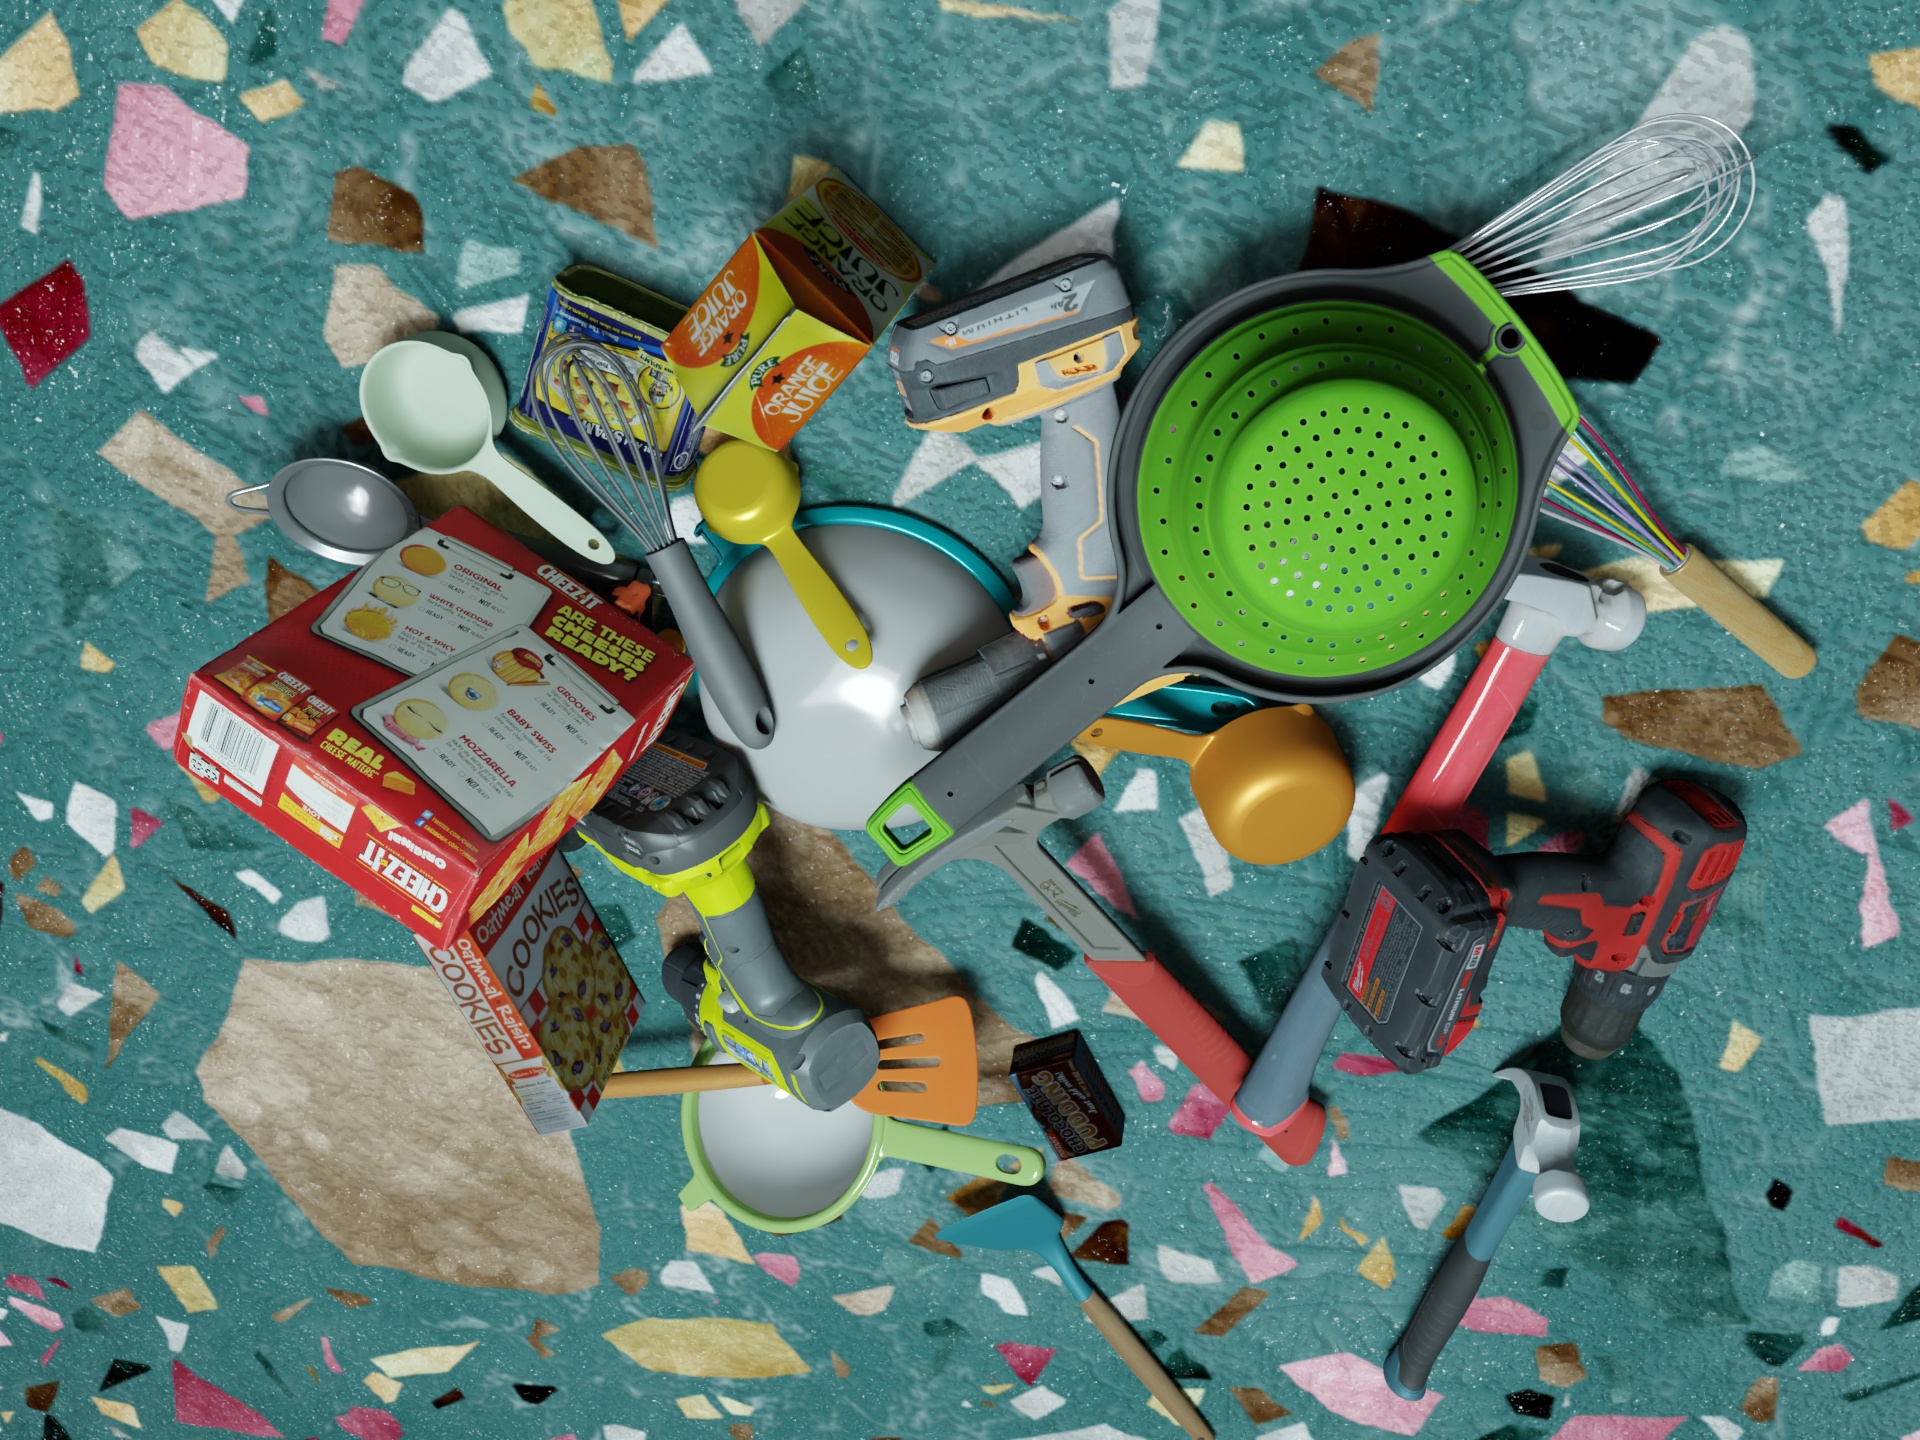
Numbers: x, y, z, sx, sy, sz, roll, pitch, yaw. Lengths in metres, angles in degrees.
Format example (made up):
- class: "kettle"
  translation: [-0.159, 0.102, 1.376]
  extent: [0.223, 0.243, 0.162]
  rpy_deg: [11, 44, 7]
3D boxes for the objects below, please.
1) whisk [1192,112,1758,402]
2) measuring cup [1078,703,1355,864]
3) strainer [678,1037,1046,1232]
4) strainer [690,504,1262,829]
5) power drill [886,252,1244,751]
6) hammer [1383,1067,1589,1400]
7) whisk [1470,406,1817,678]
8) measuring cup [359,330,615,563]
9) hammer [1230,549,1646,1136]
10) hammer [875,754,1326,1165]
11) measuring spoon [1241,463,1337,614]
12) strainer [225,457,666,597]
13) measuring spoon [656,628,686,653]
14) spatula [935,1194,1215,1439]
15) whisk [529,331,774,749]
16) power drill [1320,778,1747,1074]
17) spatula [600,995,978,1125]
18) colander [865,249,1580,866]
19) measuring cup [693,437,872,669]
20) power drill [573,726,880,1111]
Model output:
- class: "whisk"
  translation: [0.231, -0.211, 0.765]
  extent: [0.284, 0.070, 0.070]
  rpy_deg: [-18, 115, 24]
- class: "measuring cup"
  translation: [0.143, 0.033, 0.885]
  extent: [0.173, 0.052, 0.095]
  rpy_deg: [12, 128, -26]
- class: "strainer"
  translation: [-0.060, 0.271, 1.064]
  extent: [0.256, 0.069, 0.151]
  rpy_deg: [7, 85, 19]
- class: "strainer"
  translation: [-0.001, -0.003, 0.902]
  extent: [0.340, 0.095, 0.210]
  rpy_deg: [6, 120, 8]
- class: "power drill"
  translation: [0.031, -0.101, 0.813]
  extent: [0.185, 0.084, 0.226]
  rpy_deg: [-22, 110, -4]
- class: "hammer"
  translation: [0.337, 0.352, 1.046]
  extent: [0.033, 0.128, 0.330]
  rpy_deg: [11, 130, 4]
- class: "whisk"
  translation: [0.353, -0.097, 0.823]
  extent: [0.245, 0.051, 0.047]
  rpy_deg: [34, 140, -15]
- class: "measuring cup"
  translation: [-0.258, -0.151, 0.898]
  extent: [0.167, 0.038, 0.083]
  rpy_deg: [41, 118, -16]
- class: "hammer"
  translation: [0.230, 0.083, 0.890]
  extent: [0.143, 0.038, 0.386]
  rpy_deg: [8, 119, -27]
- class: "hammer"
  translation: [0.110, 0.172, 0.978]
  extent: [0.149, 0.037, 0.358]
  rpy_deg: [-32, 120, 19]
- class: "measuring spoon"
  translation: [0.166, -0.091, 0.872]
  extent: [0.034, 0.018, 0.124]
  rpy_deg: [25, 127, -5]
- class: "strainer"
  translation: [-0.288, -0.108, 0.927]
  extent: [0.258, 0.050, 0.086]
  rpy_deg: [15, 141, -6]
- class: "measuring spoon"
  translation: [-0.217, -0.037, 0.973]
  extent: [0.117, 0.011, 0.021]
  rpy_deg: [-14, 119, 21]
- class: "spatula"
  translation: [0.103, 0.449, 1.173]
  extent: [0.082, 0.044, 0.317]
  rpy_deg: [-30, 112, 20]
- class: "whisk"
  translation: [-0.155, -0.088, 0.829]
  extent: [0.055, 0.055, 0.238]
  rpy_deg: [-19, 108, 20]
- class: "power drill"
  translation: [0.320, 0.130, 0.891]
  extent: [0.226, 0.080, 0.187]
  rpy_deg: [-7, 126, -23]
- class: "spatula"
  translation: [-0.144, 0.235, 1.051]
  extent: [0.322, 0.041, 0.081]
  rpy_deg: [-9, 76, 23]
- class: "colander"
  translation: [0.106, -0.049, 0.736]
  extent: [0.397, 0.094, 0.204]
  rpy_deg: [-39, 97, 13]
- class: "measuring cup"
  translation: [-0.093, -0.091, 0.853]
  extent: [0.062, 0.029, 0.157]
  rpy_deg: [-36, 67, 1]
- class: "power drill"
  translation: [-0.154, 0.119, 0.967]
  extent: [0.191, 0.080, 0.228]
  rpy_deg: [18, 137, 47]
